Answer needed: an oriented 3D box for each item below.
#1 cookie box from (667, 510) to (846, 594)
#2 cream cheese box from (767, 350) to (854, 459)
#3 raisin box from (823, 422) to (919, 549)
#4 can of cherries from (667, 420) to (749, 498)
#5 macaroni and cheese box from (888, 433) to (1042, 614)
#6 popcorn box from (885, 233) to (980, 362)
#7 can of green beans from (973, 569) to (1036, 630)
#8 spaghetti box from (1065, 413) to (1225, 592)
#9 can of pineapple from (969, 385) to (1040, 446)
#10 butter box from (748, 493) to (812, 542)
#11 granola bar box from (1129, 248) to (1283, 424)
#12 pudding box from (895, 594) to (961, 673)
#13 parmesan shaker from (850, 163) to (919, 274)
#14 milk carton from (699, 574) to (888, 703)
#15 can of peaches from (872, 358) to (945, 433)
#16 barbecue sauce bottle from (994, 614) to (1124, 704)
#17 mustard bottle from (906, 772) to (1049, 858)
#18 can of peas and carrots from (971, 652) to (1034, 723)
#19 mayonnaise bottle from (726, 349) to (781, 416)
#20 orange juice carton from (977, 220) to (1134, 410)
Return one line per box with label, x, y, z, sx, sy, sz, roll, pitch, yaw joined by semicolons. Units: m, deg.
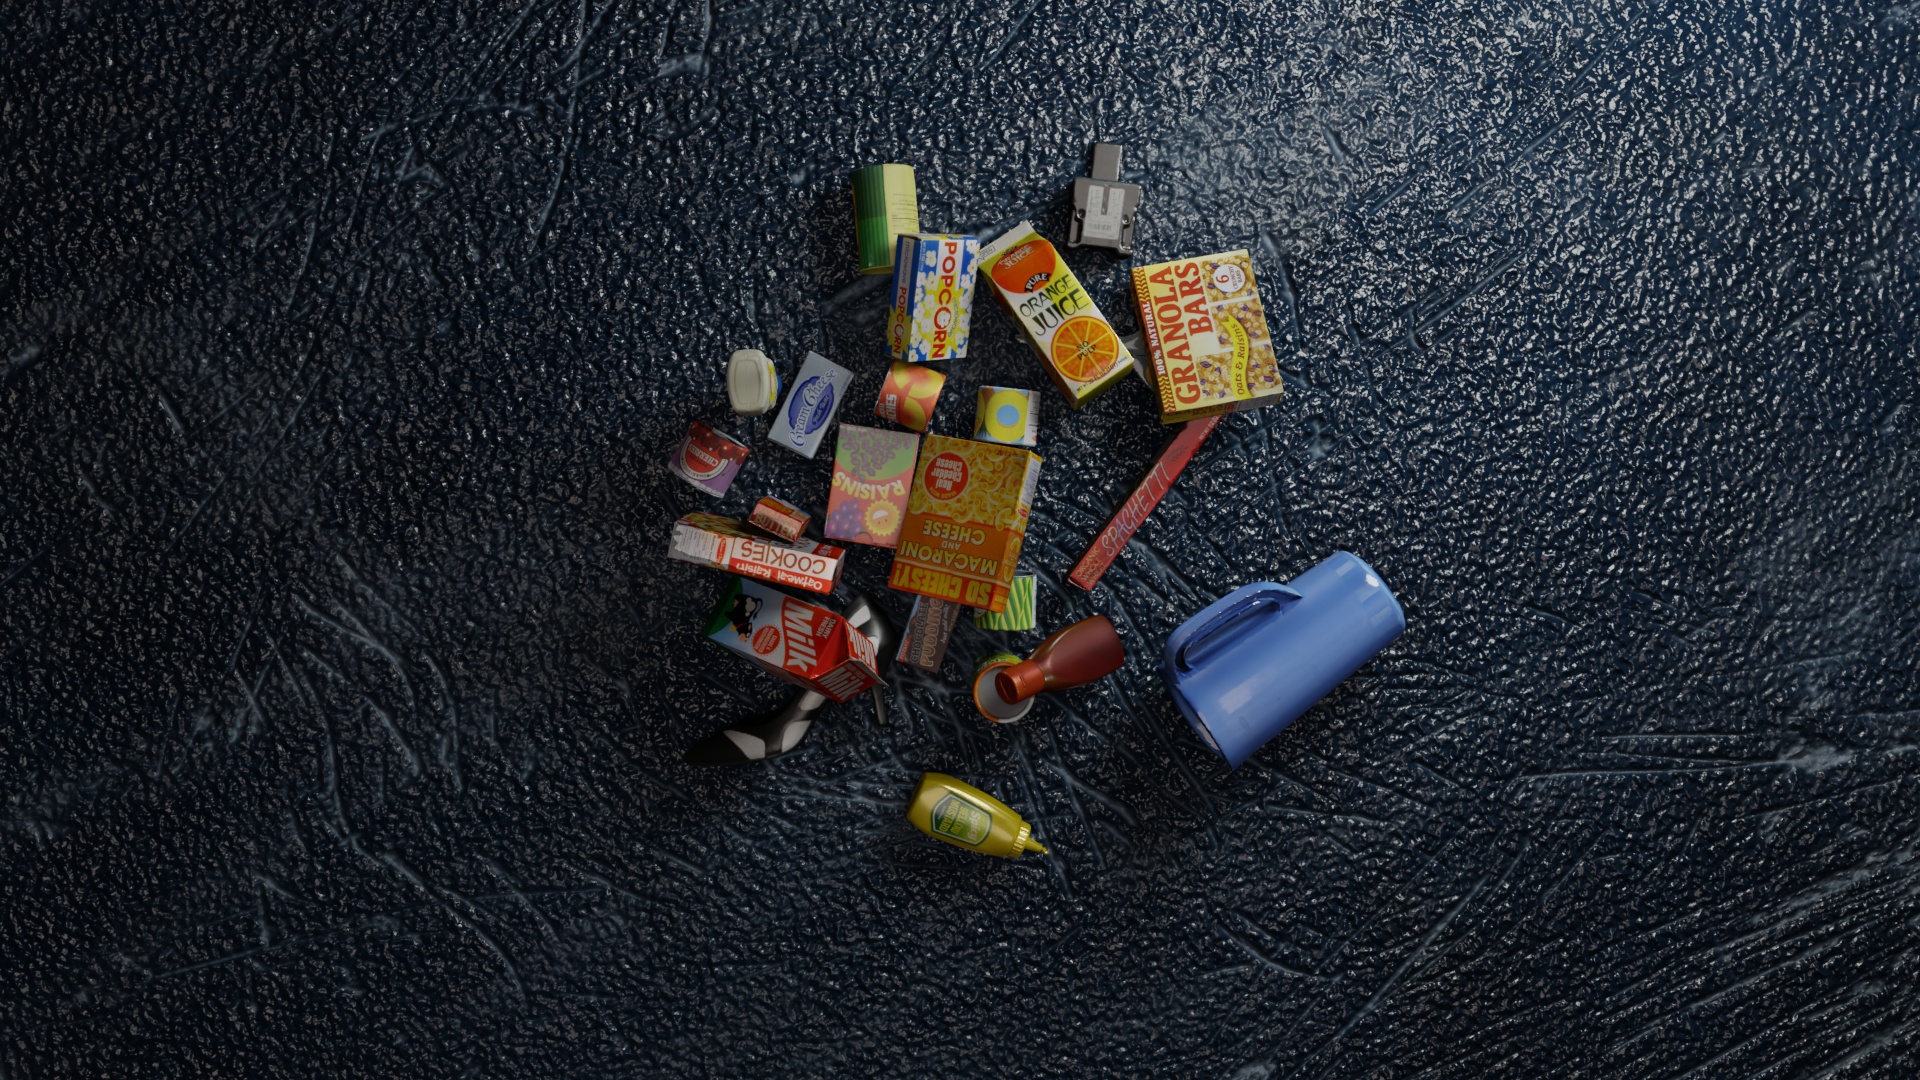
cookie box;-0.205;0.012;1.428;0.167;0.123;0.040;14;96;-2
cream cheese box;-0.158;-0.142;1.466;0.053;0.024;0.103;27;94;-3
raisin box;-0.093;-0.058;1.467;0.086;0.040;0.123;8;95;-3
can of cherries;-0.262;-0.085;1.445;0.071;0.071;0.058;31;94;-3
macaroni and cheese box;0.005;-0.018;1.434;0.124;0.040;0.166;12;84;26
popcorn box;-0.028;-0.248;1.417;0.038;0.085;0.126;23;114;39
can of green beans;0.047;0.062;1.466;0.071;0.071;0.057;1;95;-1
spaghetti box;0.196;-0.052;1.467;0.028;0.050;0.250;37;93;-3
can of pineapple;0.047;-0.130;1.450;0.071;0.071;0.057;6;94;-1
butter box;-0.185;-0.024;1.436;0.053;0.103;0.024;26;95;-4
granola bar box;0.251;-0.210;1.432;0.124;0.039;0.166;-10;72;0
pudding box;-0.034;0.094;1.485;0.050;0.030;0.083;20;94;-2
parmesan shaker;-0.075;-0.331;1.435;0.071;0.071;0.103;-5;94;-1
milk carton;-0.162;0.105;1.410;0.191;0.072;0.073;19;73;29
can of peaches;-0.053;-0.150;1.445;0.058;0.071;0.071;21;94;-4
barbecue sauce bottle;0.102;0.128;1.444;0.149;0.043;0.065;-20;85;-36
mustard bottle;0.024;0.304;1.493;0.160;0.049;0.065;23;96;-3
can of peas and carrots;0.043;0.154;1.476;0.071;0.059;0.071;0;95;-1
mayonnaise bottle;-0.206;-0.158;1.402;0.041;0.148;0.064;-2;95;-1
orange juice carton;0.094;-0.235;1.430;0.072;0.073;0.193;-34;84;0
